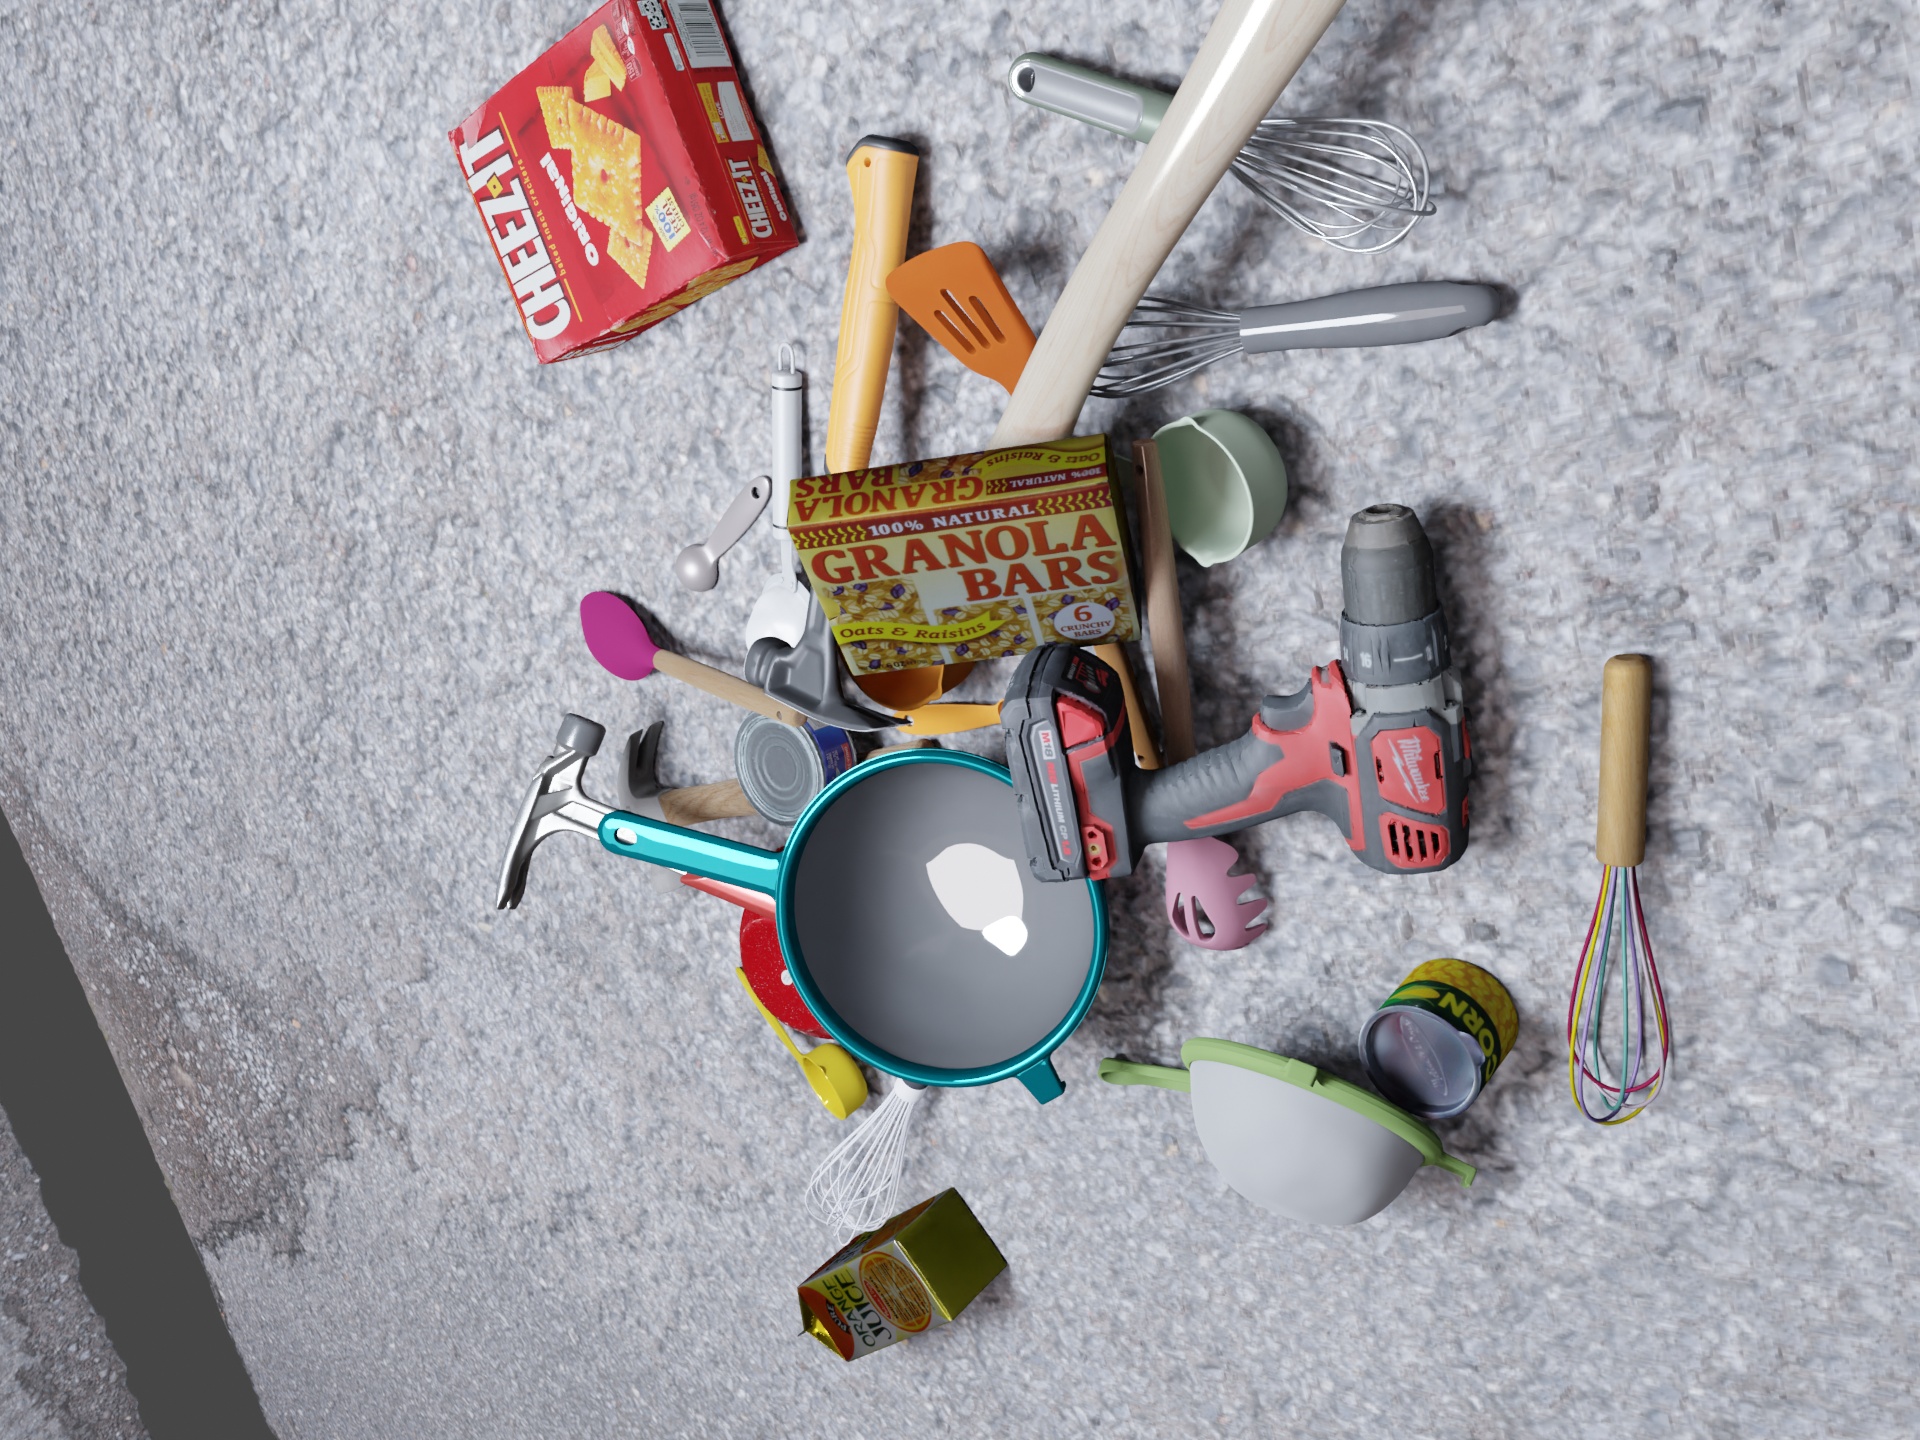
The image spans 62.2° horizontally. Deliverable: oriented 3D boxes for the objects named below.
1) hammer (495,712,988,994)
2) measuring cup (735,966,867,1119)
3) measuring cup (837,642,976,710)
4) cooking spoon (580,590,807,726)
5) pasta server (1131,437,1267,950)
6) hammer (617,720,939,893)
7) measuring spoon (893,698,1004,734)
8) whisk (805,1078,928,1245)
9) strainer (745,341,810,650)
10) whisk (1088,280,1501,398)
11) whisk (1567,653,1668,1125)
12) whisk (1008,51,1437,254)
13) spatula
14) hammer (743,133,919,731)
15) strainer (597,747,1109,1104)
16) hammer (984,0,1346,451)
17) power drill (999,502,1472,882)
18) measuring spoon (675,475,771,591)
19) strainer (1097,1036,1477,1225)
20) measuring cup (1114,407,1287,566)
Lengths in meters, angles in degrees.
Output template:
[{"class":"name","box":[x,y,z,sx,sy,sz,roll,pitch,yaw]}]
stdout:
[{"class":"hammer","box":[-0.148,0.122,1.104,0.359,0.036,0.149,20,88,13]},{"class":"measuring cup","box":[-0.123,0.240,1.228,0.157,0.029,0.062,46,153,31]},{"class":"measuring cup","box":[-0.012,-0.083,0.959,0.095,0.052,0.173,45,130,15]},{"class":"cooking spoon","box":[-0.197,-0.038,1.112,0.319,0.017,0.068,20,122,49]},{"class":"pasta server","box":[0.123,-0.002,0.875,0.060,0.040,0.316,9,120,37]},{"class":"hammer","box":[-0.139,0.049,1.143,0.331,0.031,0.130,-11,103,42]},{"class":"measuring spoon","box":[-0.002,-0.003,1.018,0.117,0.011,0.021,-5,107,45]},{"class":"whisk","box":[-0.045,0.287,1.166,0.070,0.070,0.284,39,125,20]},{"class":"strainer","box":[-0.116,-0.117,1.040,0.087,0.050,0.258,28,124,45]},{"class":"whisk","box":[0.145,-0.190,0.782,0.239,0.055,0.055,2,112,35]},{"class":"whisk","box":[0.322,0.086,0.771,0.047,0.051,0.245,0,108,18]},{"class":"whisk","box":[0.117,-0.279,0.759,0.246,0.059,0.057,32,126,31]},{"class":"spatula","box":[0.051,-0.109,0.889,0.081,0.041,0.322,-4,112,51]},{"class":"hammer","box":[-0.060,-0.162,0.924,0.127,0.034,0.336,24,112,40]},{"class":"strainer","box":[-0.063,0.101,1.018,0.340,0.095,0.211,13,102,16]},{"class":"hammer","box":[0.075,-0.229,0.735,0.146,0.038,0.410,37,136,4]},{"class":"power drill","box":[0.139,-0.007,0.805,0.227,0.080,0.187,-5,112,15]},{"class":"measuring spoon","box":[-0.164,-0.127,1.088,0.034,0.018,0.124,54,133,6]},{"class":"strainer","box":[0.155,0.240,0.925,0.151,0.069,0.256,34,159,-26]},{"class":"measuring cup","box":[0.107,-0.137,0.849,0.168,0.038,0.083,28,138,49]}]
